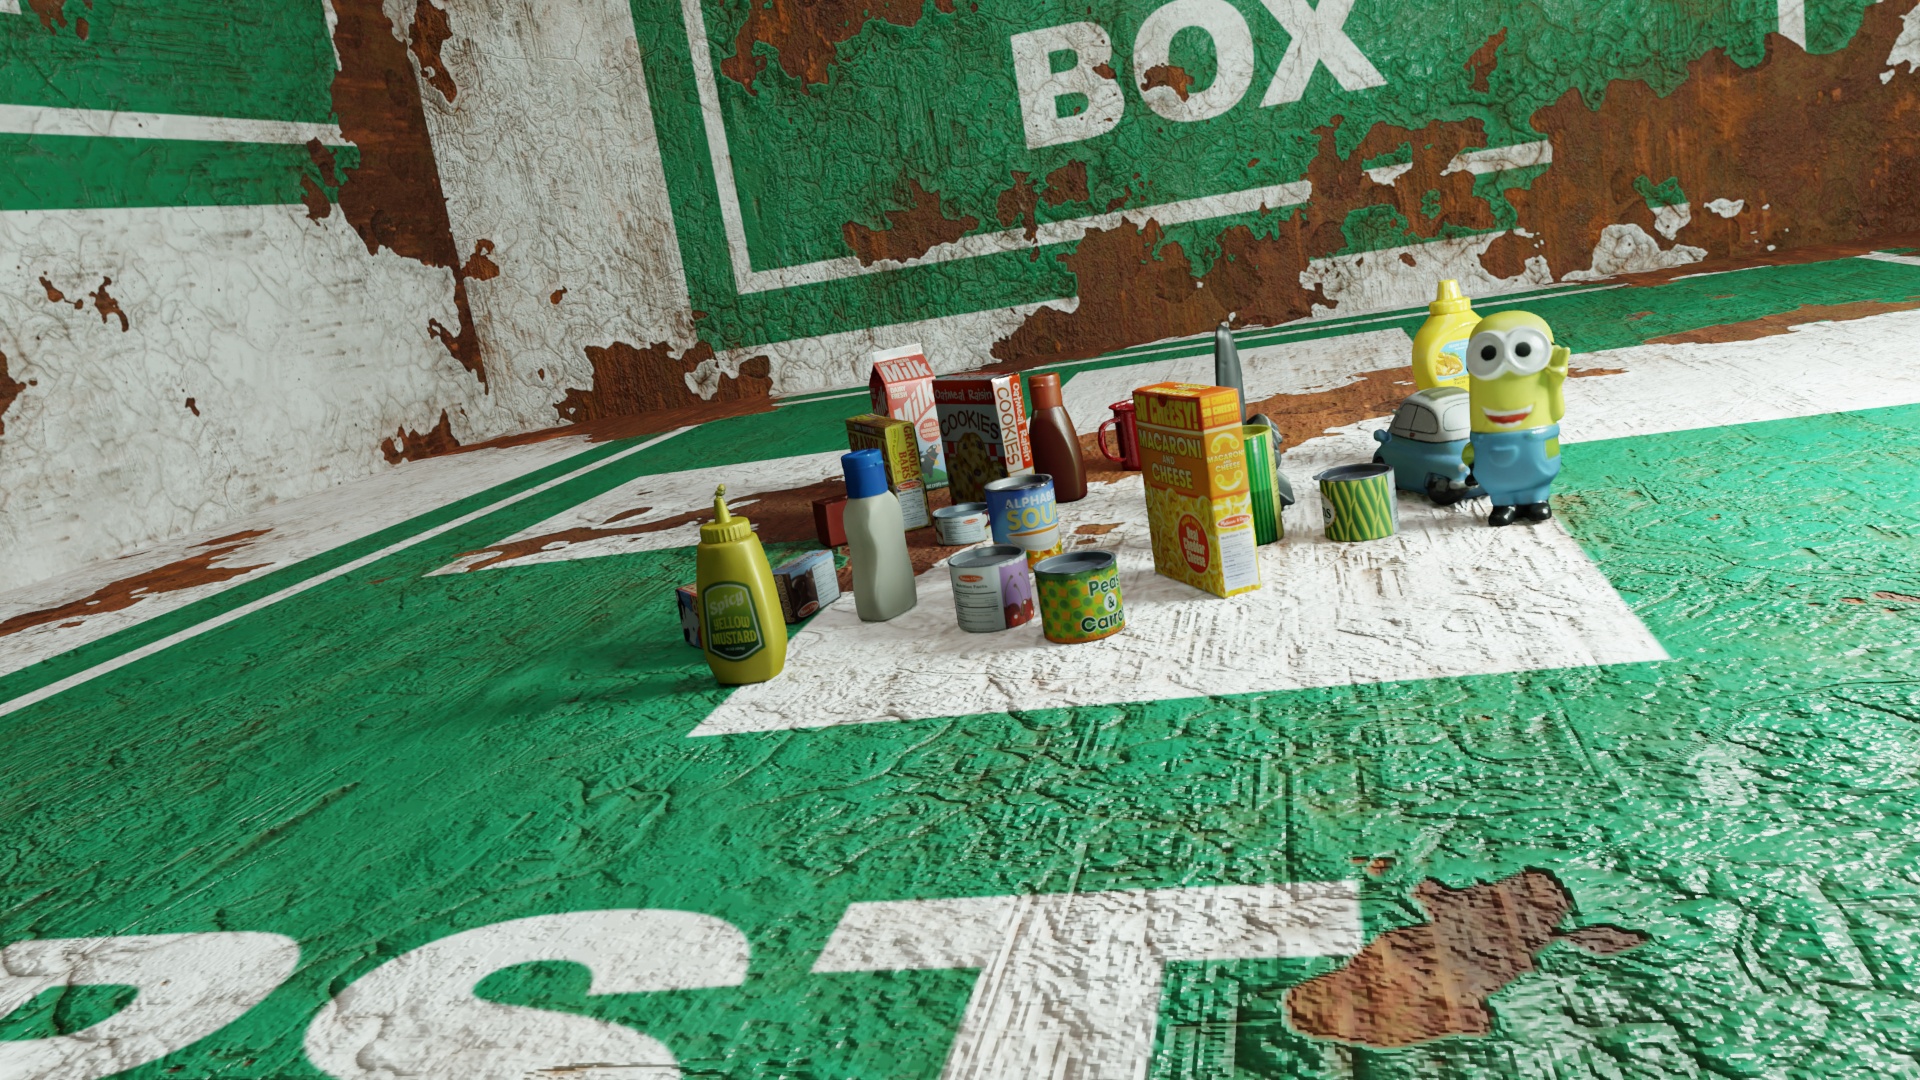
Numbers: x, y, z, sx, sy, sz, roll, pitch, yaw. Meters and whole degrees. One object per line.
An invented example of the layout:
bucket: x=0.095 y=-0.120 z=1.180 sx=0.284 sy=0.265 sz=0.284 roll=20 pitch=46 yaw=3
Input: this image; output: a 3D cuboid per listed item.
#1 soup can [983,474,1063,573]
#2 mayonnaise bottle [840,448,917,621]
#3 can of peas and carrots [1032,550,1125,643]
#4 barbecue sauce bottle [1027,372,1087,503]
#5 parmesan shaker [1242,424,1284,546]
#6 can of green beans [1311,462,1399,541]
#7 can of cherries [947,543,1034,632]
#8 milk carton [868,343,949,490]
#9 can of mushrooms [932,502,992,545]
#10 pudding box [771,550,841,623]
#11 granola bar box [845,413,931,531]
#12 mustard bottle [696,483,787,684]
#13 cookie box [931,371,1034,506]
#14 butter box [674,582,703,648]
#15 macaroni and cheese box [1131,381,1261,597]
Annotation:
soup can: x=0.062 y=-0.016 z=1.326 sx=0.071 sy=0.083 sz=0.071 roll=-9 pitch=12 yaw=2
mayonnaise bottle: x=-0.076 y=-0.006 z=1.236 sx=0.041 sy=0.147 sz=0.065 roll=-2 pitch=14 yaw=33
can of peas and carrots: x=0.095 y=0.044 z=1.089 sx=0.071 sy=0.058 sz=0.071 roll=-9 pitch=12 yaw=2
barbecue sauce bottle: x=0.107 y=-0.119 z=1.609 sx=0.065 sy=0.148 sz=0.044 roll=-3 pitch=13 yaw=29
parmesan shaker: x=0.260 y=-0.049 z=1.283 sx=0.071 sy=0.103 sz=0.071 roll=-9 pitch=12 yaw=2
can of green beans: x=0.357 y=-0.034 z=1.247 sx=0.071 sy=0.057 sz=0.071 roll=-9 pitch=12 yaw=2
can of cherries: x=0.028 y=0.039 z=1.162 sx=0.071 sy=0.058 sz=0.071 roll=-9 pitch=12 yaw=2
milk carton: x=-0.070 y=-0.161 z=1.837 sx=0.072 sy=0.190 sz=0.073 roll=-14 pitch=12 yaw=-19
can of mushrooms: x=0.005 y=-0.019 z=1.503 sx=0.071 sy=0.033 sz=0.071 roll=-9 pitch=12 yaw=2
pudding box: x=-0.147 y=0.043 z=1.301 sx=0.030 sy=0.049 sz=0.084 roll=-4 pitch=13 yaw=26
granola bar box: x=-0.087 y=-0.083 z=1.654 sx=0.039 sy=0.124 sz=0.165 roll=-14 pitch=13 yaw=-19
mustard bottle: x=-0.181 y=0.034 z=1.106 sx=0.065 sy=0.159 sz=0.049 roll=-7 pitch=12 yaw=10
cookie box: x=0.029 y=-0.104 z=1.557 sx=0.040 sy=0.167 sz=0.123 roll=-17 pitch=14 yaw=-32
butter box: x=-0.216 y=0.070 z=1.220 sx=0.024 sy=0.053 sz=0.103 roll=-17 pitch=14 yaw=-32
macaroni and cheese box: x=0.196 y=-0.046 z=1.166 sx=0.040 sy=0.166 sz=0.124 roll=-13 pitch=12 yaw=-17
